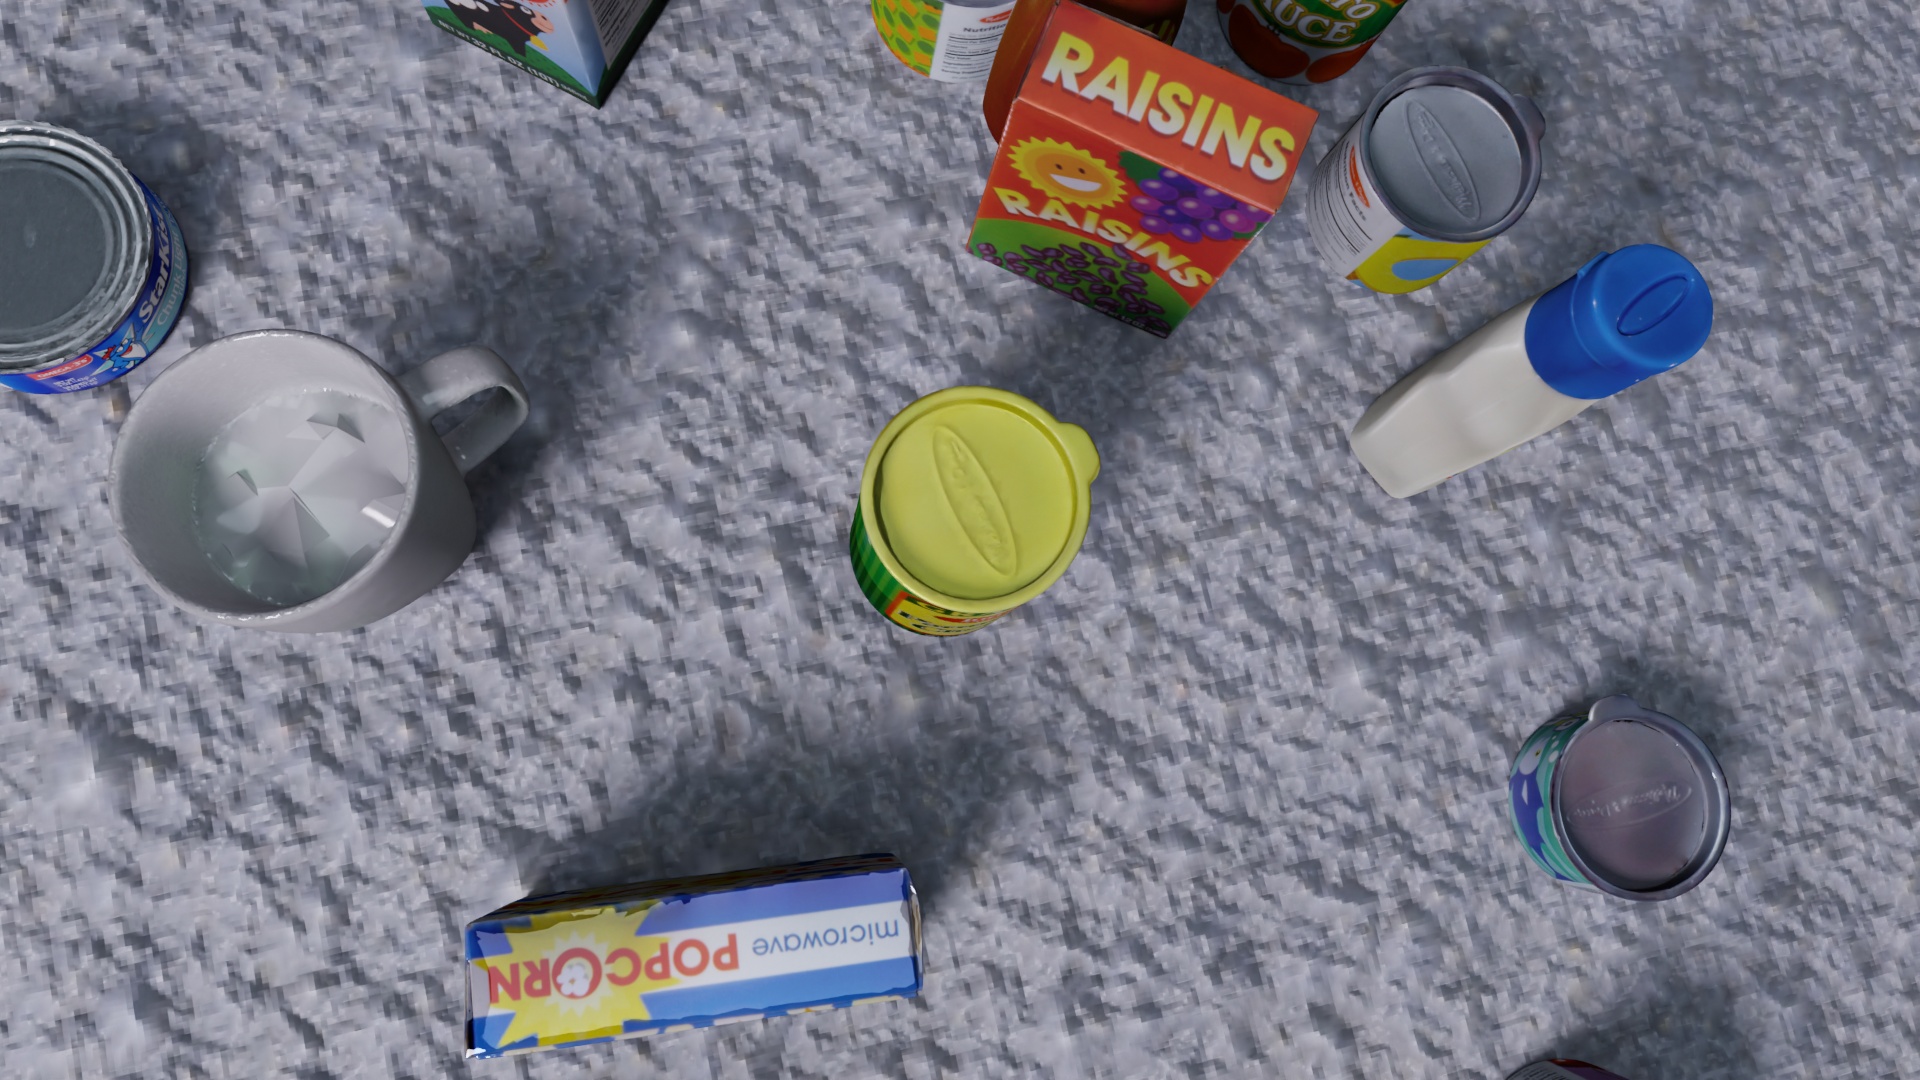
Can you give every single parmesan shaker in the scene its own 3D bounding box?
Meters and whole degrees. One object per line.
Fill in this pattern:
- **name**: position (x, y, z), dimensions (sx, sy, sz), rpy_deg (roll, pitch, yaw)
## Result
- **parmesan shaker**: position (0.002, -0.006, 0.446), dimensions (0.071, 0.103, 0.071), rpy_deg (1, 81, -6)

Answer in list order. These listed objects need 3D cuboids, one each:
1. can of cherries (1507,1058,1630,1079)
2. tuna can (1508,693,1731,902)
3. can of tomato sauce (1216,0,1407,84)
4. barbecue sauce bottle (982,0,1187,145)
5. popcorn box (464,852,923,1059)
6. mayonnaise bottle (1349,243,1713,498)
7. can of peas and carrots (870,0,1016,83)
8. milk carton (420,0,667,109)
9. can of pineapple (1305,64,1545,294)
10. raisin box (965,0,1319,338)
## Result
- **can of cherries**: position (0.216, 0.212, 0.457), dimensions (0.071, 0.058, 0.071), rpy_deg (1, 81, -6)
- **tuna can**: position (0.231, 0.090, 0.492), dimensions (0.071, 0.032, 0.071), rpy_deg (1, 81, -6)
- **can of tomato sauce**: position (0.135, -0.214, 0.506), dimensions (0.071, 0.083, 0.071), rpy_deg (1, 81, -6)
- **barbecue sauce bottle**: position (0.046, -0.175, 0.456), dimensions (0.065, 0.148, 0.043), rpy_deg (-29, 85, -10)
- **popcorn box**: position (-0.077, 0.123, 0.425), dimensions (0.127, 0.085, 0.038), rpy_deg (-6, 82, -7)
- **mayonnaise bottle**: position (0.182, -0.053, 0.452), dimensions (0.065, 0.148, 0.041), rpy_deg (-36, 87, -10)
- **can of peas and carrots**: position (0.000, -0.211, 0.503), dimensions (0.071, 0.058, 0.071), rpy_deg (1, 81, -6)
- **milk carton**: position (-0.137, -0.218, 0.421), dimensions (0.072, 0.190, 0.073), rpy_deg (28, 79, -2)
- **can of pineapple**: position (0.169, -0.130, 0.509), dimensions (0.071, 0.057, 0.071), rpy_deg (1, 81, -6)
- **raisin box**: position (0.054, -0.117, 0.460), dimensions (0.086, 0.123, 0.040), rpy_deg (24, 79, -2)
